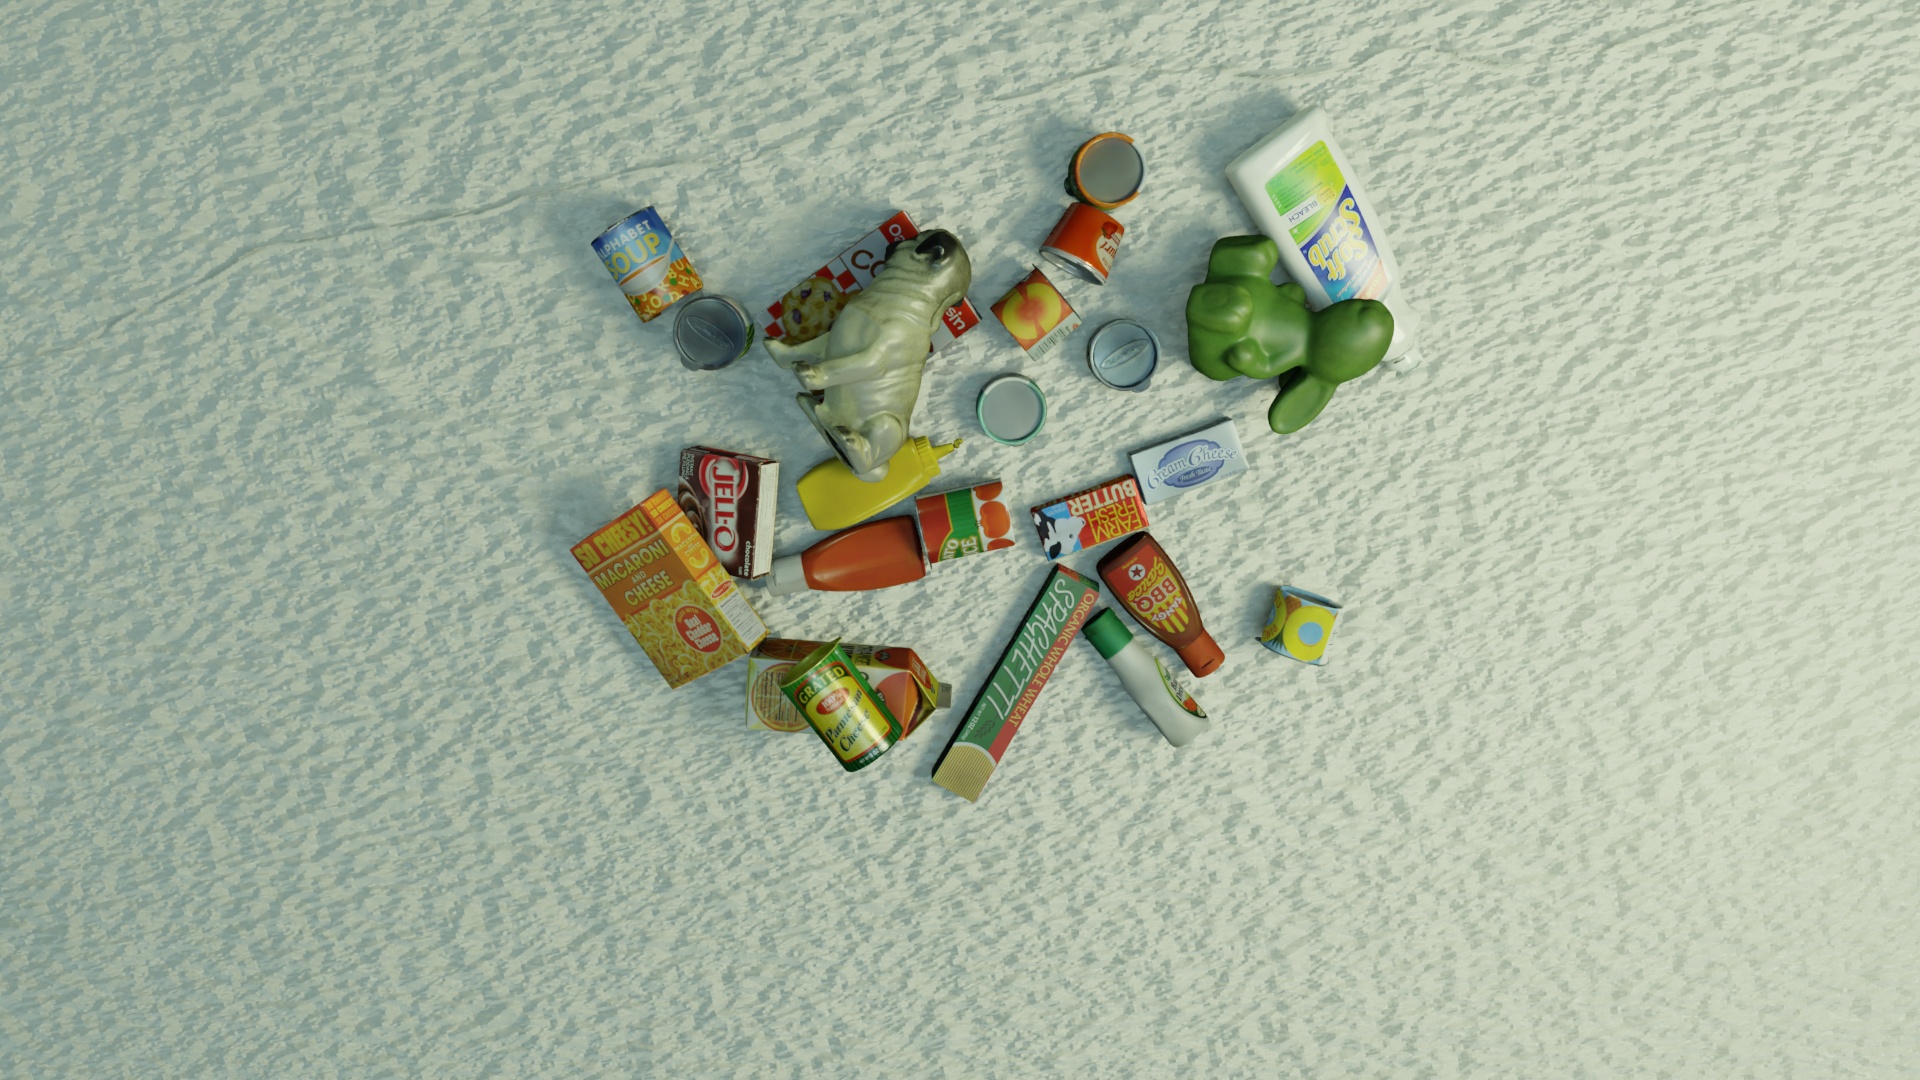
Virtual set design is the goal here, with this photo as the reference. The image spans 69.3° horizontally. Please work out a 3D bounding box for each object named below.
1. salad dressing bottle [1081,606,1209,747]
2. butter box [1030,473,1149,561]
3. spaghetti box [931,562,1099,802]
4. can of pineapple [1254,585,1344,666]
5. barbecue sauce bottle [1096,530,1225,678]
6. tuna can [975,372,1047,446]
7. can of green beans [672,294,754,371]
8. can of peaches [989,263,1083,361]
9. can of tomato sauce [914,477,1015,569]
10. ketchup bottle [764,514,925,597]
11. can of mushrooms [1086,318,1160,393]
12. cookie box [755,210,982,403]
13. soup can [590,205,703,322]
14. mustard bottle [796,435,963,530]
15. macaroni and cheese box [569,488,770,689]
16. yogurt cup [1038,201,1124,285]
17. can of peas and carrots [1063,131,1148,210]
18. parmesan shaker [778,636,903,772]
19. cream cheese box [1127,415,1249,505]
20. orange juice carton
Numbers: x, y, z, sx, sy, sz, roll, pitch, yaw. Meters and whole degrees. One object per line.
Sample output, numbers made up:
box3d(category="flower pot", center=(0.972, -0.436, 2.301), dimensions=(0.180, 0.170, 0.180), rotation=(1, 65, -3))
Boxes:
box3d(category="salad dressing bottle", center=(0.176, 0.131, 1.338), dimensions=(0.044, 0.064, 0.147), rotation=(-40, 92, 16))
box3d(category="butter box", center=(0.123, -0.022, 1.323), dimensions=(0.103, 0.024, 0.053), rotation=(-20, 102, 3))
box3d(category="spaghetti box", center=(0.053, 0.139, 1.351), dimensions=(0.050, 0.029, 0.249), rotation=(29, 100, -7))
box3d(category="can of pineapple", center=(0.325, 0.080, 1.326), dimensions=(0.071, 0.071, 0.057), rotation=(16, 101, -4))
box3d(category="barbecue sauce bottle", center=(0.197, 0.065, 1.332), dimensions=(0.065, 0.044, 0.148), rotation=(-37, 100, 5))
box3d(category="tuna can", center=(0.048, -0.120, 1.297), dimensions=(0.071, 0.033, 0.071), rotation=(0, 101, -1))
box3d(category="can of green beans", center=(-0.224, -0.190, 1.265), dimensions=(0.071, 0.058, 0.071), rotation=(0, 102, -1))
box3d(category="can of peaches", center=(0.067, -0.207, 1.265), dimensions=(0.058, 0.071, 0.071), rotation=(-41, 99, 8))
box3d(category="can of tomato sauce", center=(0.005, -0.016, 1.300), dimensions=(0.083, 0.071, 0.071), rotation=(-13, 102, 1))
box3d(category="ketchup bottle", center=(-0.110, 0.021, 1.317), dimensions=(0.149, 0.043, 0.064), rotation=(-12, 101, 2))
box3d(category="can of mushrooms", center=(0.152, -0.171, 1.289), dimensions=(0.071, 0.033, 0.071), rotation=(0, 101, -2))
box3d(category="cookie box", center=(-0.083, -0.205, 1.275), dimensions=(0.167, 0.040, 0.123), rotation=(-34, 100, 7))
box3d(category="soup can", center=(-0.281, -0.247, 1.246), dimensions=(0.071, 0.071, 0.083), rotation=(-31, 101, 5))
box3d(category="mustard bottle", center=(-0.071, -0.061, 1.299), dimensions=(0.160, 0.049, 0.065), rotation=(-21, 101, 2))
box3d(category="macaroni and cheese box", center=(-0.271, 0.047, 1.293), dimensions=(0.123, 0.040, 0.166), rotation=(-26, 102, 38))
box3d(category="yogurt cup", center=(0.112, -0.269, 1.254), dimensions=(0.072, 0.072, 0.054), rotation=(27, 92, -6))
box3d(category="can of peas and carrots", center=(0.129, -0.329, 1.244), dimensions=(0.071, 0.059, 0.070), rotation=(0, 101, -1))
box3d(category="parmesan shaker", center=(-0.105, 0.149, 1.257), dimensions=(0.071, 0.071, 0.103), rotation=(-36, 99, 6))
box3d(category="cream cheese box", center=(0.215, -0.075, 1.314), dimensions=(0.104, 0.024, 0.053), rotation=(-20, 100, 3))
box3d(category="orange juice carton", center=(-0.104, 0.142, 1.327), dimensions=(0.193, 0.072, 0.073), rotation=(4, 102, -2))
